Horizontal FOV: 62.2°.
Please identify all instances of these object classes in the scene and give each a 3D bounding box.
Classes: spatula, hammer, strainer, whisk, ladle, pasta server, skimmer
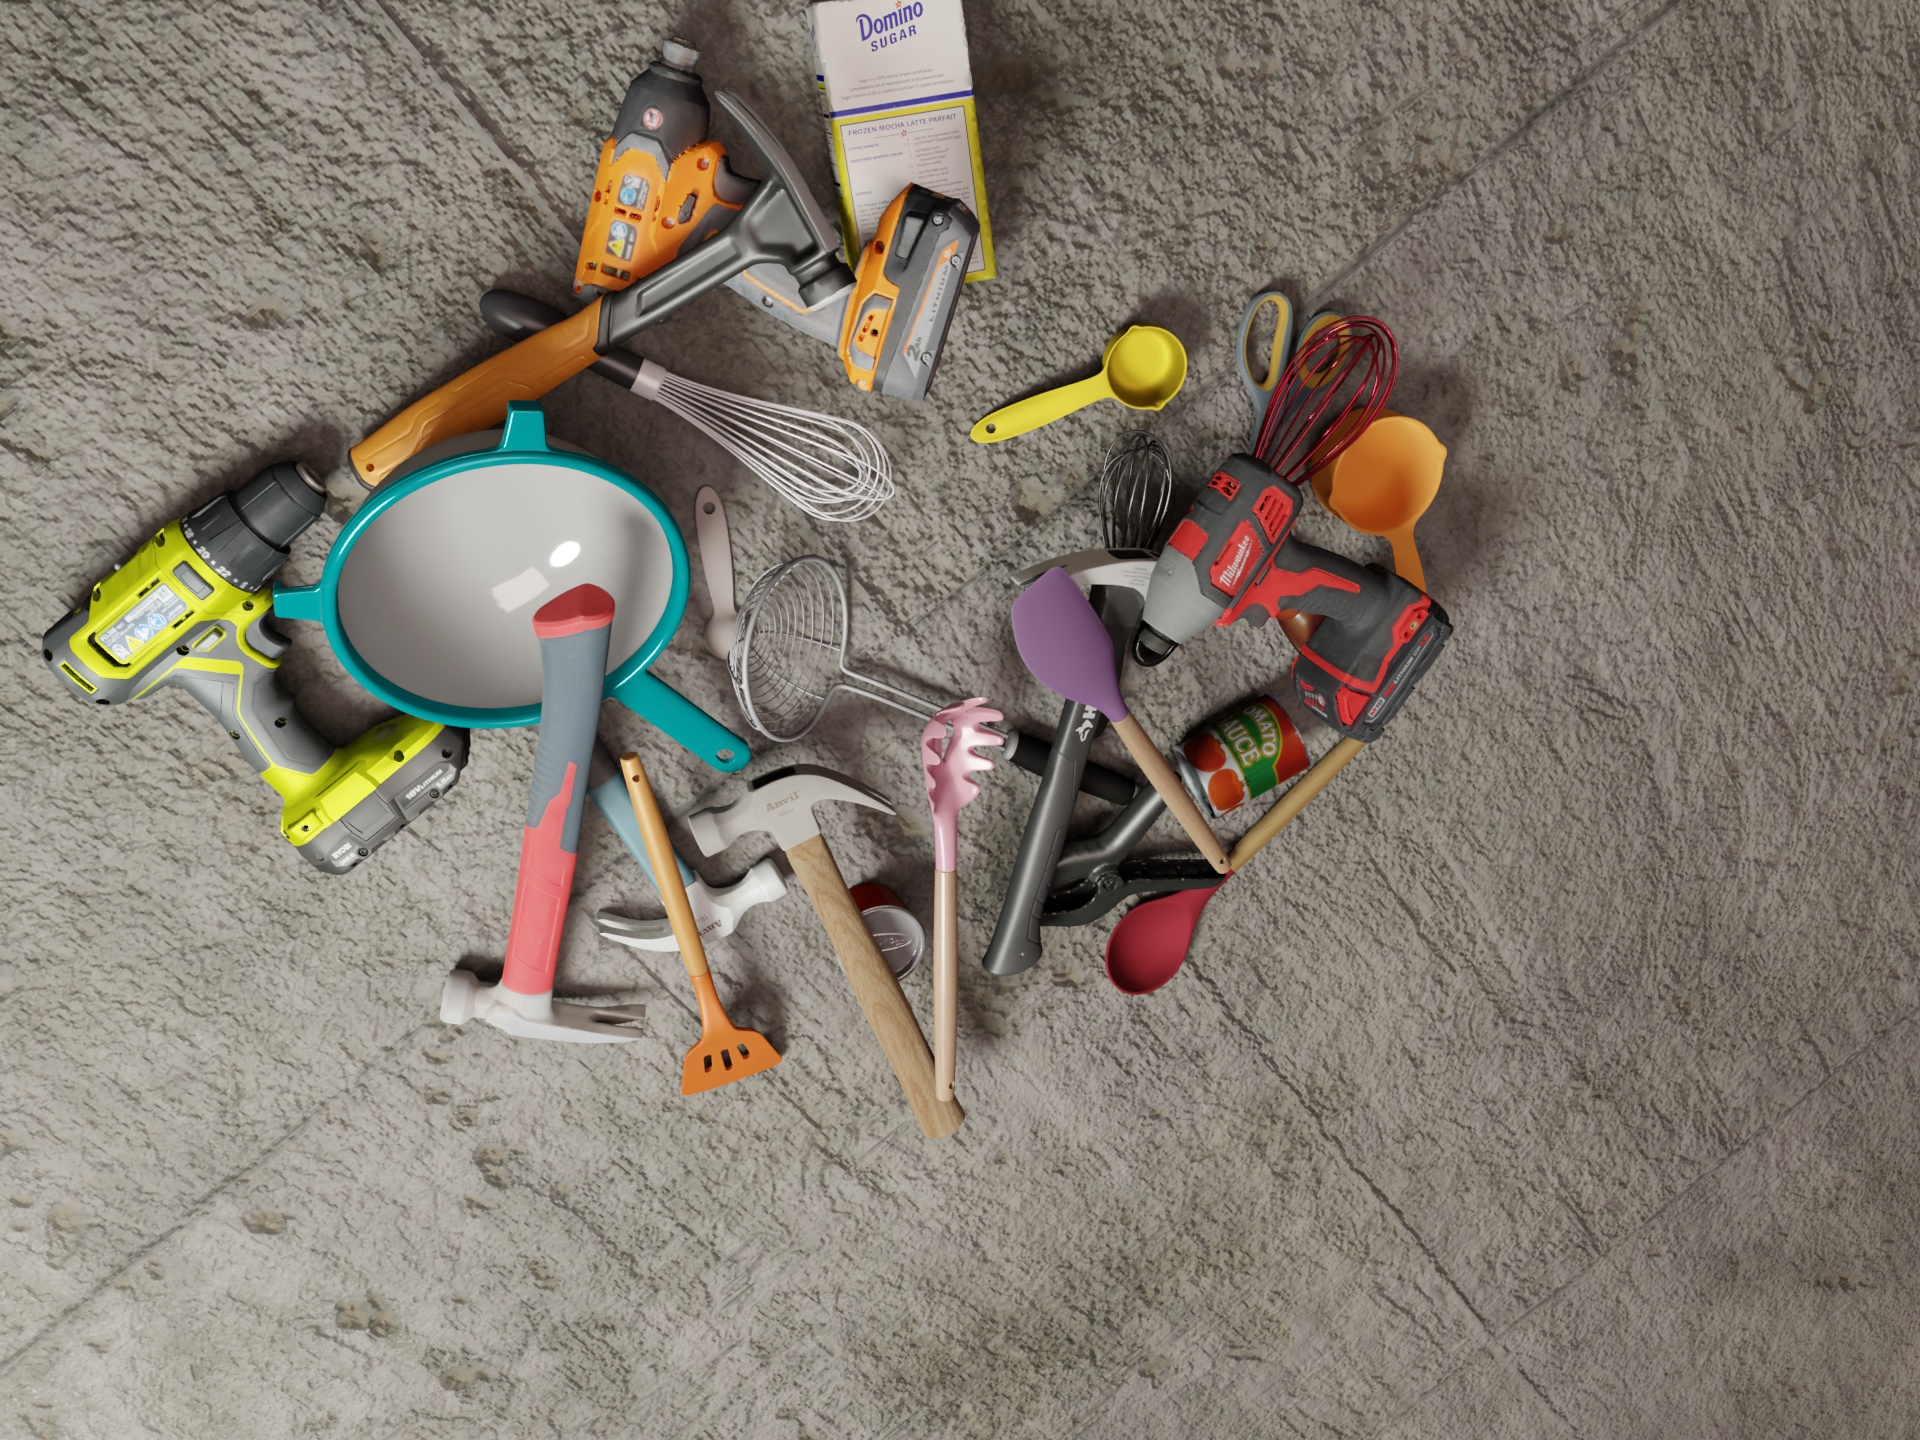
[{"bbox_3d":[-0.195,0.154,1.136,0.081,0.041,0.322,-18,122,-11],"label":"spatula"},{"bbox_3d":[-0.254,0.030,1.098,0.128,0.033,0.330,-32,117,-3],"label":"hammer"},{"bbox_3d":[-0.246,-0.072,1.007,0.211,0.095,0.340,-34,141,10],"label":"strainer"},{"bbox_3d":[0.209,-0.155,1.129,0.073,0.073,0.295,23,116,-23],"label":"whisk"},{"bbox_3d":[-0.251,0.077,1.039,0.143,0.038,0.386,10,129,-13],"label":"hammer"},{"bbox_3d":[0.232,0.098,1.271,0.315,0.031,0.069,-45,110,3],"label":"ladle"},{"bbox_3d":[0.070,0.036,1.141,0.146,0.035,0.334,4,113,-30],"label":"hammer"},{"bbox_3d":[-0.170,-0.203,1.017,0.284,0.070,0.070,24,104,-18],"label":"whisk"},{"bbox_3d":[-0.005,0.132,1.124,0.060,0.040,0.316,-16,115,-41],"label":"pasta server"},{"bbox_3d":[-0.231,-0.229,0.936,0.337,0.034,0.127,-26,105,18],"label":"hammer"},{"bbox_3d":[-0.068,0.174,1.150,0.130,0.031,0.331,-26,116,-5],"label":"hammer"},{"bbox_3d":[0.112,-0.094,1.149,0.055,0.055,0.238,1,116,-17],"label":"whisk"},{"bbox_3d":[0.122,0.014,1.124,0.060,0.018,0.315,-42,126,-5],"label":"spatula"},{"bbox_3d":[-0.002,-0.004,1.125,0.363,0.090,0.127,22,78,-25],"label":"skimmer"}]

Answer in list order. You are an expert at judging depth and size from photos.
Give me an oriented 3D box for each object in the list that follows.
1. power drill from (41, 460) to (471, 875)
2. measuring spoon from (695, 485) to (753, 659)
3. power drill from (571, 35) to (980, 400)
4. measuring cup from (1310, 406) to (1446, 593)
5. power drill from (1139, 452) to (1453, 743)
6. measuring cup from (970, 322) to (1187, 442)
[{"bbox_3d":[-0.419,-0.032,1.001,0.190,0.080,0.228,-39,114,2],"label":"power drill"},{"bbox_3d":[-0.163,-0.097,1.079,0.034,0.018,0.124,-11,114,-12],"label":"measuring spoon"},{"bbox_3d":[-0.107,-0.296,0.949,0.226,0.084,0.164,18,112,-2],"label":"power drill"},{"bbox_3d":[0.313,-0.150,1.180,0.095,0.052,0.173,-25,120,-5],"label":"measuring cup"},{"bbox_3d":[0.225,-0.076,1.100,0.219,0.079,0.143,28,101,-33],"label":"power drill"},{"bbox_3d":[0.079,-0.228,1.098,0.156,0.029,0.062,-20,116,6],"label":"measuring cup"}]
